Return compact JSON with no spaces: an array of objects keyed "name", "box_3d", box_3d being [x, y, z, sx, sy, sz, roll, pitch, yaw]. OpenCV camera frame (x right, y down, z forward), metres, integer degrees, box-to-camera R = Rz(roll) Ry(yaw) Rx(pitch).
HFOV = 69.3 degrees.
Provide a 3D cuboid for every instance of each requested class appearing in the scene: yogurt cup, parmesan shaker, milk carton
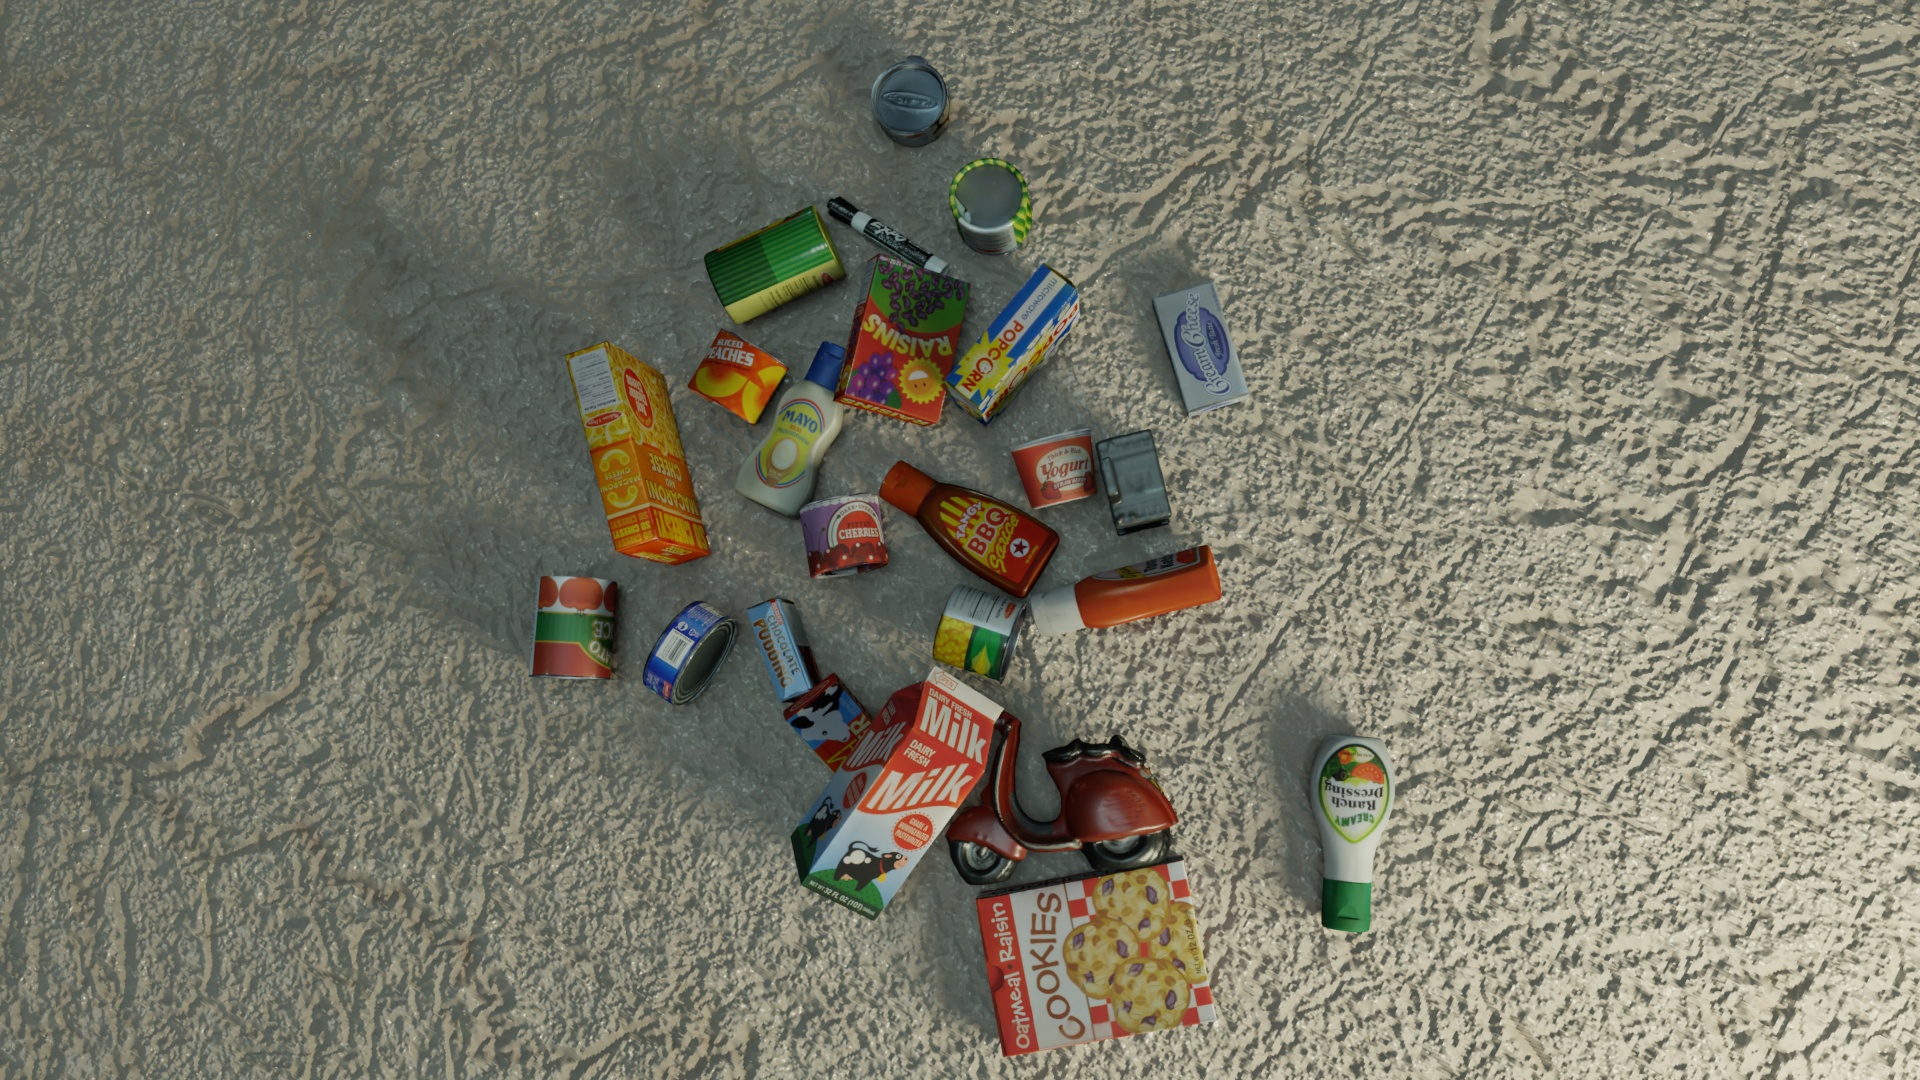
[{"name":"yogurt cup","box_3d":[0.079,-0.057,1.130,0.072,0.072,0.054,-13,90,5]},{"name":"parmesan shaker","box_3d":[-0.158,-0.234,1.176,0.103,0.071,0.071,-23,81,3]},{"name":"milk carton","box_3d":[-0.048,0.190,1.080,0.072,0.073,0.190,34,97,-22]}]

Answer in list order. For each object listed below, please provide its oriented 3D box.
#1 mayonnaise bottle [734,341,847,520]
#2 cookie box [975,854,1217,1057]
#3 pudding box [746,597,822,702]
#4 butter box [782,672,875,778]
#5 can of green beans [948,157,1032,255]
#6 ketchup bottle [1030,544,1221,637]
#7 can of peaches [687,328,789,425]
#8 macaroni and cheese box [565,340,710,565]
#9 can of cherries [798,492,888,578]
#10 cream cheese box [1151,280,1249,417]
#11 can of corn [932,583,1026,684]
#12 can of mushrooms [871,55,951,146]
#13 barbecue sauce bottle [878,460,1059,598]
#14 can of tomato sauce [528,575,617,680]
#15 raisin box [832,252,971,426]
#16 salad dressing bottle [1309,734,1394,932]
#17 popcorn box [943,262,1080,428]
[{"name":"mayonnaise bottle","box_3d":[-0.132,-0.095,1.169,0.065,0.041,0.148,25,85,8]},{"name":"cookie box","box_3d":[0.105,0.324,1.086,0.167,0.040,0.123,-12,81,5]},{"name":"pudding box","box_3d":[-0.143,0.091,1.141,0.030,0.049,0.084,-23,81,5]},{"name":"butter box","box_3d":[-0.090,0.160,1.116,0.053,0.024,0.103,-39,111,0]},{"name":"can of green beans","box_3d":[0.026,-0.281,1.168,0.071,0.058,0.071,-1,82,6]},{"name":"ketchup bottle","box_3d":[0.132,0.043,1.112,0.149,0.065,0.043,-15,100,13]},{"name":"can of peaches","box_3d":[-0.188,-0.138,1.167,0.071,0.071,0.058,30,88,9]},{"name":"macaroni and cheese box","box_3d":[-0.263,-0.067,1.139,0.040,0.123,0.166,-17,81,7]},{"name":"can of cherries","box_3d":[-0.095,-0.003,1.138,0.071,0.071,0.058,-11,82,5]},{"name":"cream cheese box","box_3d":[0.198,-0.159,1.149,0.053,0.024,0.104,-16,81,5]},{"name":"can of corn","box_3d":[0.015,0.076,1.119,0.058,0.071,0.071,18,85,9]},{"name":"can of mushrooms","box_3d":[-0.041,-0.379,1.201,0.071,0.033,0.071,-1,83,7]},{"name":"barbecue sauce bottle","box_3d":[0.004,-0.014,1.142,0.149,0.043,0.065,31,78,10]},{"name":"can of tomato sauce","box_3d":[-0.320,0.074,1.156,0.071,0.071,0.083,1,82,7]},{"name":"raisin box","box_3d":[-0.049,-0.165,1.155,0.086,0.040,0.123,15,83,-19]},{"name":"salad dressing bottle","box_3d":[0.301,0.225,1.075,0.064,0.044,0.147,3,83,8]},{"name":"popcorn box","box_3d":[0.045,-0.158,1.135,0.038,0.085,0.127,40,88,9]}]
